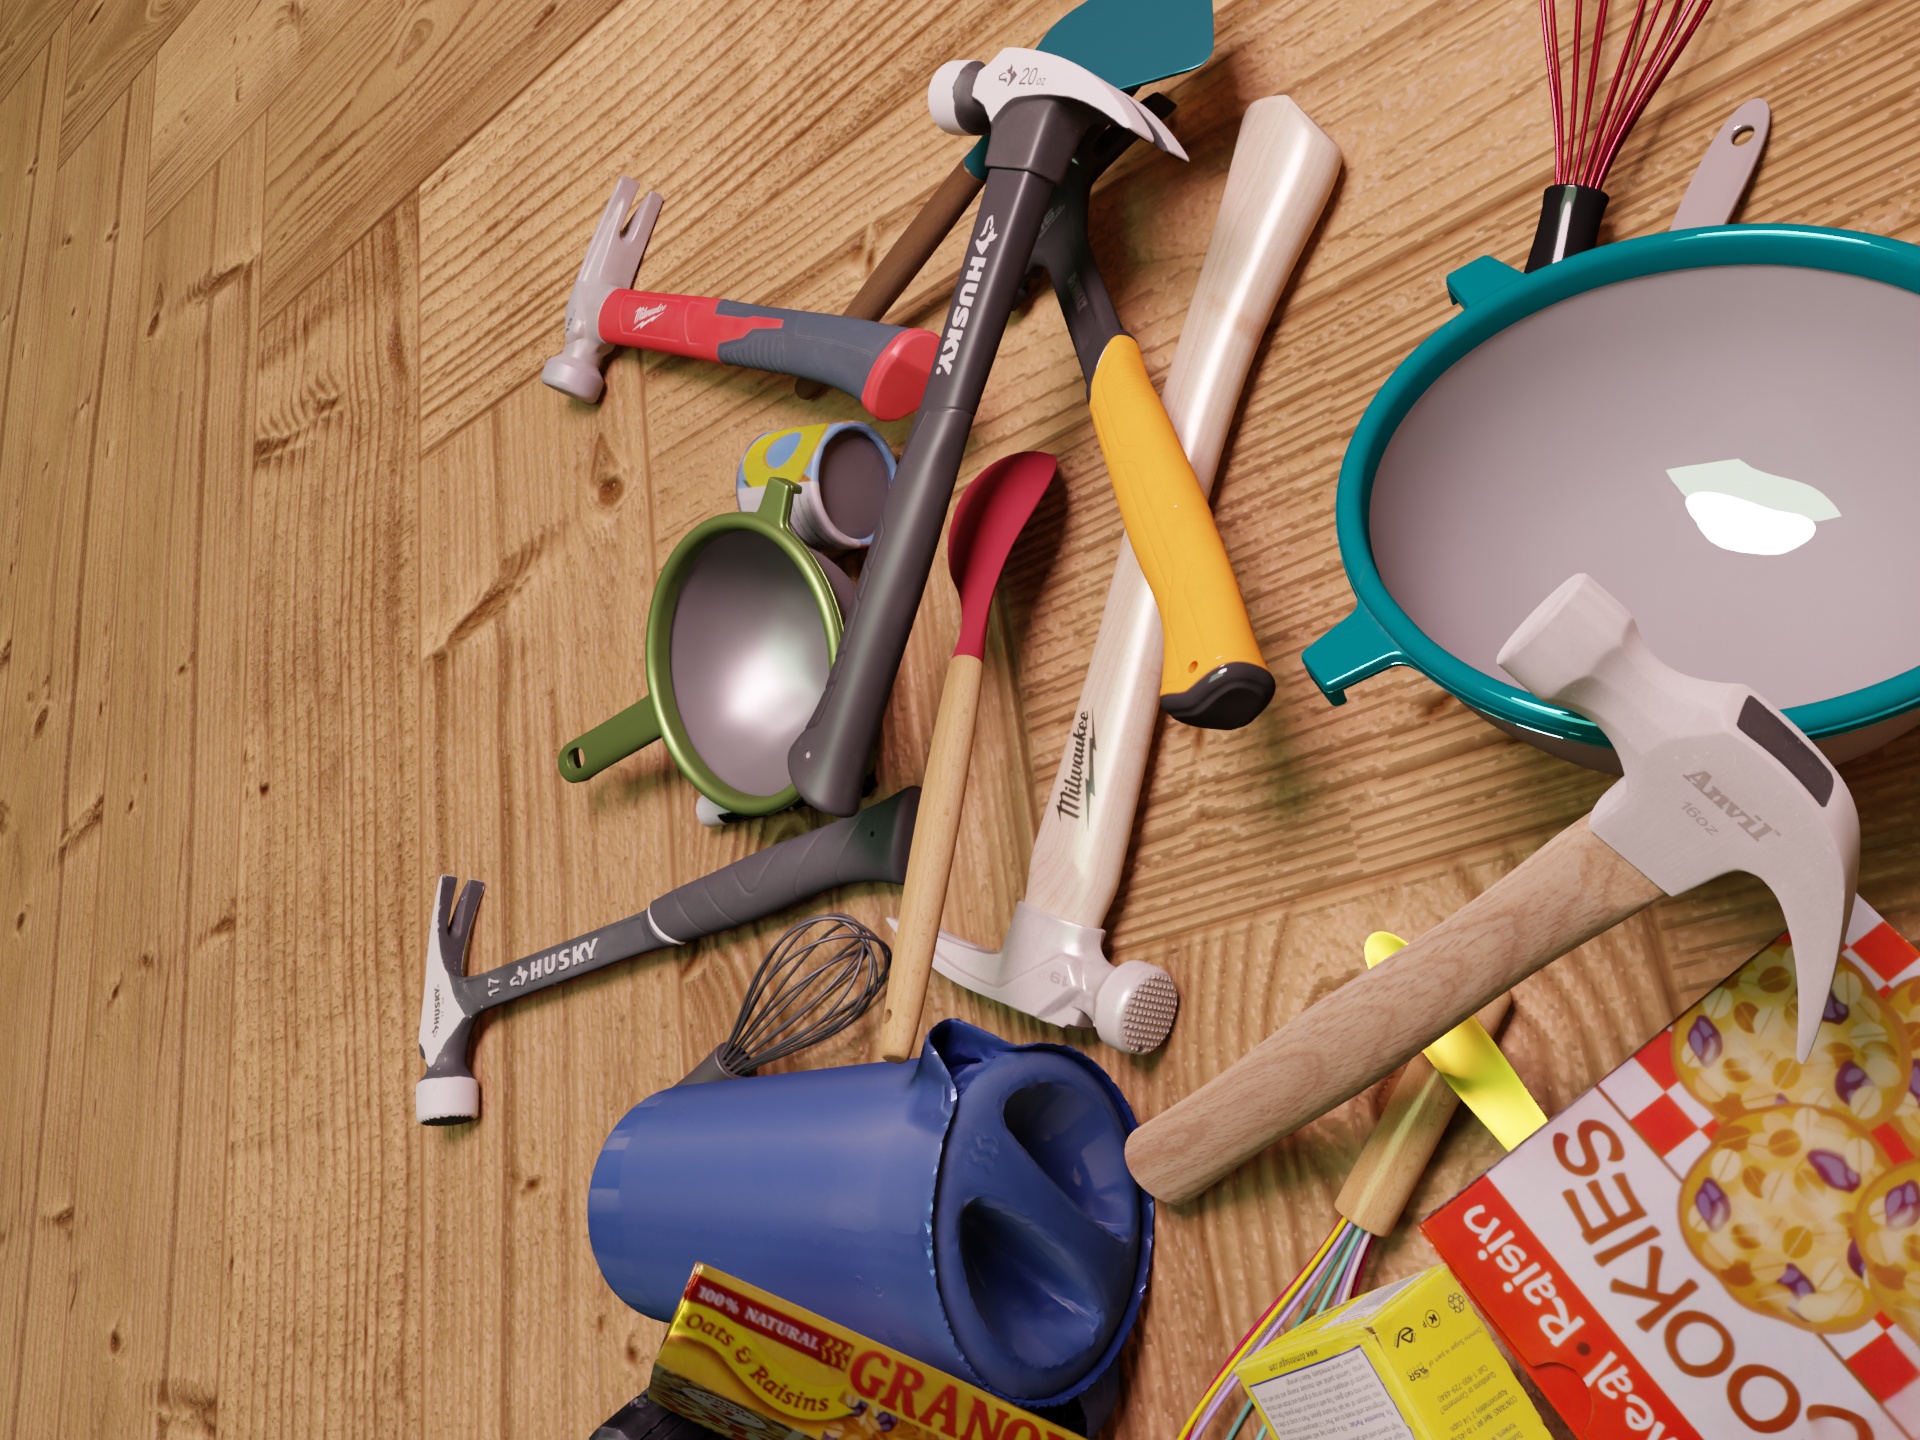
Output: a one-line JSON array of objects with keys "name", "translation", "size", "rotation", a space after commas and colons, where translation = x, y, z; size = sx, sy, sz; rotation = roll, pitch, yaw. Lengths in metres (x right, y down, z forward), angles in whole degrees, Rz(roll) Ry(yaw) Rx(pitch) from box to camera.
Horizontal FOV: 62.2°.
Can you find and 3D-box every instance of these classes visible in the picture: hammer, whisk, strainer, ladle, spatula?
[{"name": "hammer", "translation": [0.141, 0.094, 0.510], "size": [0.130, 0.031, 0.331], "rotation": [41, 141, 6]}, {"name": "whisk", "translation": [0.235, -0.216, 0.594], "size": [0.073, 0.073, 0.296], "rotation": [17, 96, 42]}, {"name": "strainer", "translation": [0.288, -0.045, 0.475], "size": [0.340, 0.095, 0.211], "rotation": [9, 58, 30]}, {"name": "hammer", "translation": [0.075, -0.136, 0.667], "size": [0.127, 0.034, 0.337], "rotation": [-45, 40, 34]}, {"name": "hammer", "translation": [-0.124, -0.231, 0.885], "size": [0.387, 0.038, 0.143], "rotation": [24, 93, 50]}, {"name": "ladle", "translation": [-0.001, -0.002, 0.679], "size": [0.069, 0.031, 0.316], "rotation": [-33, 37, 45]}, {"name": "hammer", "translation": [0.079, -0.073, 0.702], "size": [0.146, 0.038, 0.410], "rotation": [14, 88, 44]}, {"name": "whisk", "translation": [-0.117, 0.172, 0.798], "size": [0.239, 0.055, 0.055], "rotation": [-45, 53, 28]}, {"name": "strainer", "translation": [-0.125, -0.014, 0.844], "size": [0.256, 0.069, 0.151], "rotation": [-25, 78, 43]}, {"name": "whisk", "translation": [0.138, 0.202, 0.578], "size": [0.047, 0.051, 0.245], "rotation": [28, 93, 21]}, {"name": "spatula", "translation": [0.004, -0.248, 0.780], "size": [0.317, 0.044, 0.082], "rotation": [-38, 44, 47]}, {"name": "hammer", "translation": [-0.007, -0.118, 0.685], "size": [0.146, 0.035, 0.334], "rotation": [28, 102, 49]}, {"name": "hammer", "translation": [-0.173, 0.111, 0.871], "size": [0.409, 0.036, 0.149], "rotation": [-23, 63, 34]}]

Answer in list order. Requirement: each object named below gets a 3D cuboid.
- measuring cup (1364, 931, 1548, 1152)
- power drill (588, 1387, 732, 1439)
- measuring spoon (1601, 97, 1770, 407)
[{"name": "measuring cup", "translation": [0.191, 0.136, 0.542], "size": [0.062, 0.029, 0.157], "rotation": [-41, 59, 12]}, {"name": "power drill", "translation": [-0.066, 0.372, 0.644], "size": [0.227, 0.080, 0.188], "rotation": [44, 106, 15]}, {"name": "measuring spoon", "translation": [0.268, -0.168, 0.580], "size": [0.034, 0.018, 0.124], "rotation": [23, 87, 49]}]
